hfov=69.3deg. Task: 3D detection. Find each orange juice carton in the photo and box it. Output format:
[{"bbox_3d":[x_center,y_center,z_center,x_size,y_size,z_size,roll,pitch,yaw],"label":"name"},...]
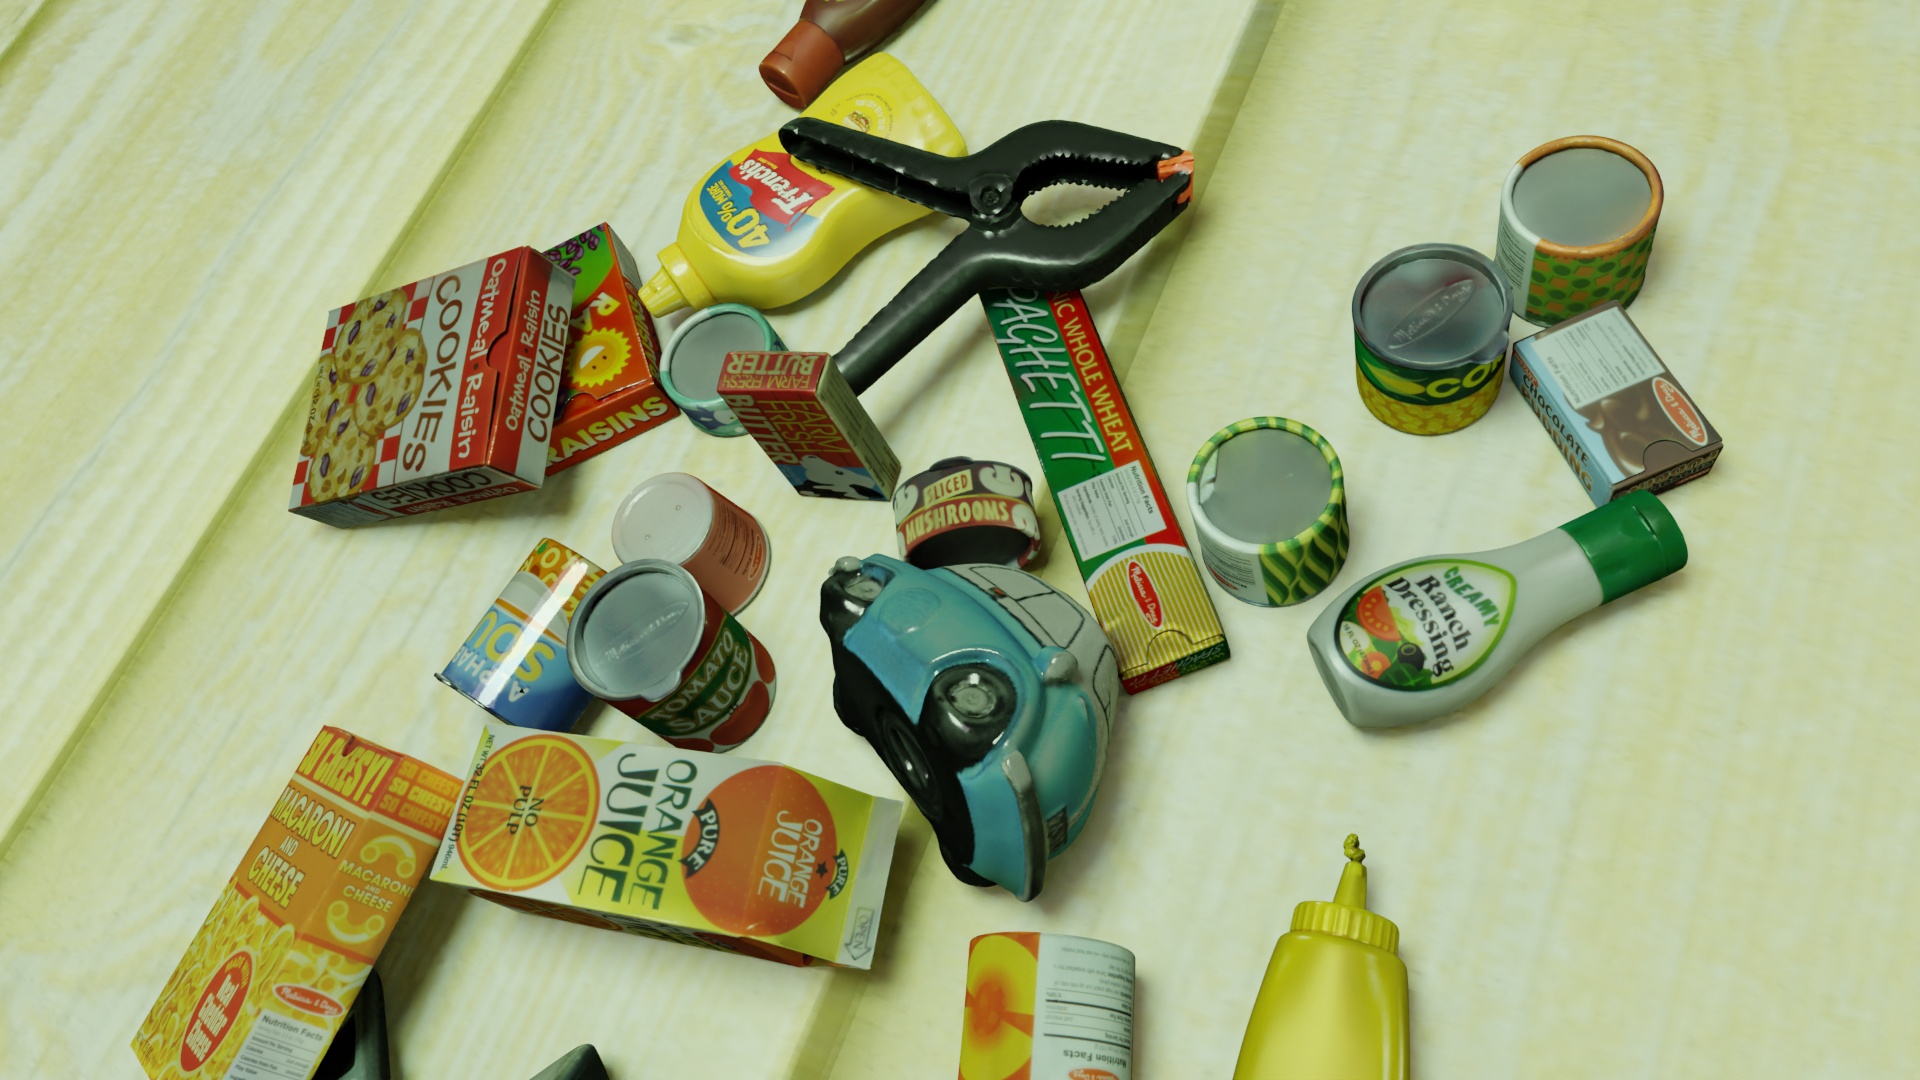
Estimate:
[{"bbox_3d":[-0.120,0.134,0.601,0.193,0.072,0.072,4,65,19],"label":"orange juice carton"}]

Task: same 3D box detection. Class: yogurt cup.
[{"bbox_3d":[-0.135,0.002,0.684,0.072,0.053,0.072,-7,63,14],"label":"yogurt cup"}]

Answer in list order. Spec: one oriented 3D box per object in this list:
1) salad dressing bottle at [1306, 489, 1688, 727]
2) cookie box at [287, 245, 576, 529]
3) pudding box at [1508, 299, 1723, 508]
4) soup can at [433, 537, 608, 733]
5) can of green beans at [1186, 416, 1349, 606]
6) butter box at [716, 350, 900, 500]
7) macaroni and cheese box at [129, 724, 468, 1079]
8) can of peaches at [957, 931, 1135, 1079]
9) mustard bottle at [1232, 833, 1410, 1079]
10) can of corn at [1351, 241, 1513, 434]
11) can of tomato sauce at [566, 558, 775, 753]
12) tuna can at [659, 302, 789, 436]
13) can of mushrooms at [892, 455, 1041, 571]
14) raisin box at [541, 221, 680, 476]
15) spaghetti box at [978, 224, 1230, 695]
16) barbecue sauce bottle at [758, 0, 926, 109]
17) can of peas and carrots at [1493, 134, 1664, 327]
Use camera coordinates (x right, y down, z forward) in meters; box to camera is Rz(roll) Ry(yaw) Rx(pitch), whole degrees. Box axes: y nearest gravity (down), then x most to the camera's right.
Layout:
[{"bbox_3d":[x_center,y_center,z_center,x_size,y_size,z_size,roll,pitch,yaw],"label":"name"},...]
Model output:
[{"bbox_3d":[0.218,0.026,0.567,0.147,0.044,0.064,-25,61,3],"label":"salad dressing bottle"},{"bbox_3d":[-0.286,-0.079,0.747,0.167,0.040,0.123,-8,69,32],"label":"cookie box"},{"bbox_3d":[0.280,-0.058,0.599,0.049,0.030,0.084,-23,60,4],"label":"pudding box"},{"bbox_3d":[-0.201,0.049,0.671,0.071,0.071,0.084,25,73,27],"label":"soup can"},{"bbox_3d":[0.134,-0.013,0.605,0.071,0.057,0.071,-7,62,14],"label":"can of green beans"},{"bbox_3d":[-0.071,-0.054,0.664,0.053,0.103,0.024,3,65,20],"label":"butter box"},{"bbox_3d":[-0.299,0.170,0.627,0.123,0.040,0.167,0,60,50],"label":"macaroni and cheese box"},{"bbox_3d":[0.032,0.185,0.533,0.071,0.071,0.058,-2,64,16],"label":"can of peaches"},{"bbox_3d":[0.135,0.187,0.508,0.065,0.048,0.161,9,66,21],"label":"mustard bottle"},{"bbox_3d":[0.211,-0.087,0.619,0.071,0.058,0.071,-7,62,14],"label":"can of corn"},{"bbox_3d":[-0.129,0.057,0.637,0.071,0.083,0.071,-7,62,14],"label":"can of tomato sauce"},{"bbox_3d":[-0.123,-0.090,0.740,0.071,0.032,0.071,-7,62,14],"label":"tuna can"},{"bbox_3d":[0.002,-0.008,0.637,0.071,0.071,0.033,-13,63,11],"label":"can of mushrooms"},{"bbox_3d":[-0.214,-0.108,0.774,0.086,0.040,0.124,-24,60,3],"label":"raisin box"},{"bbox_3d":[0.061,-0.047,0.663,0.050,0.028,0.251,-21,60,6],"label":"spaghetti box"},{"bbox_3d":[-0.061,-0.324,0.835,0.065,0.043,0.149,32,77,27],"label":"barbecue sauce bottle"},{"bbox_3d":[0.279,-0.139,0.624,0.071,0.058,0.071,-7,63,14],"label":"can of peas and carrots"}]
